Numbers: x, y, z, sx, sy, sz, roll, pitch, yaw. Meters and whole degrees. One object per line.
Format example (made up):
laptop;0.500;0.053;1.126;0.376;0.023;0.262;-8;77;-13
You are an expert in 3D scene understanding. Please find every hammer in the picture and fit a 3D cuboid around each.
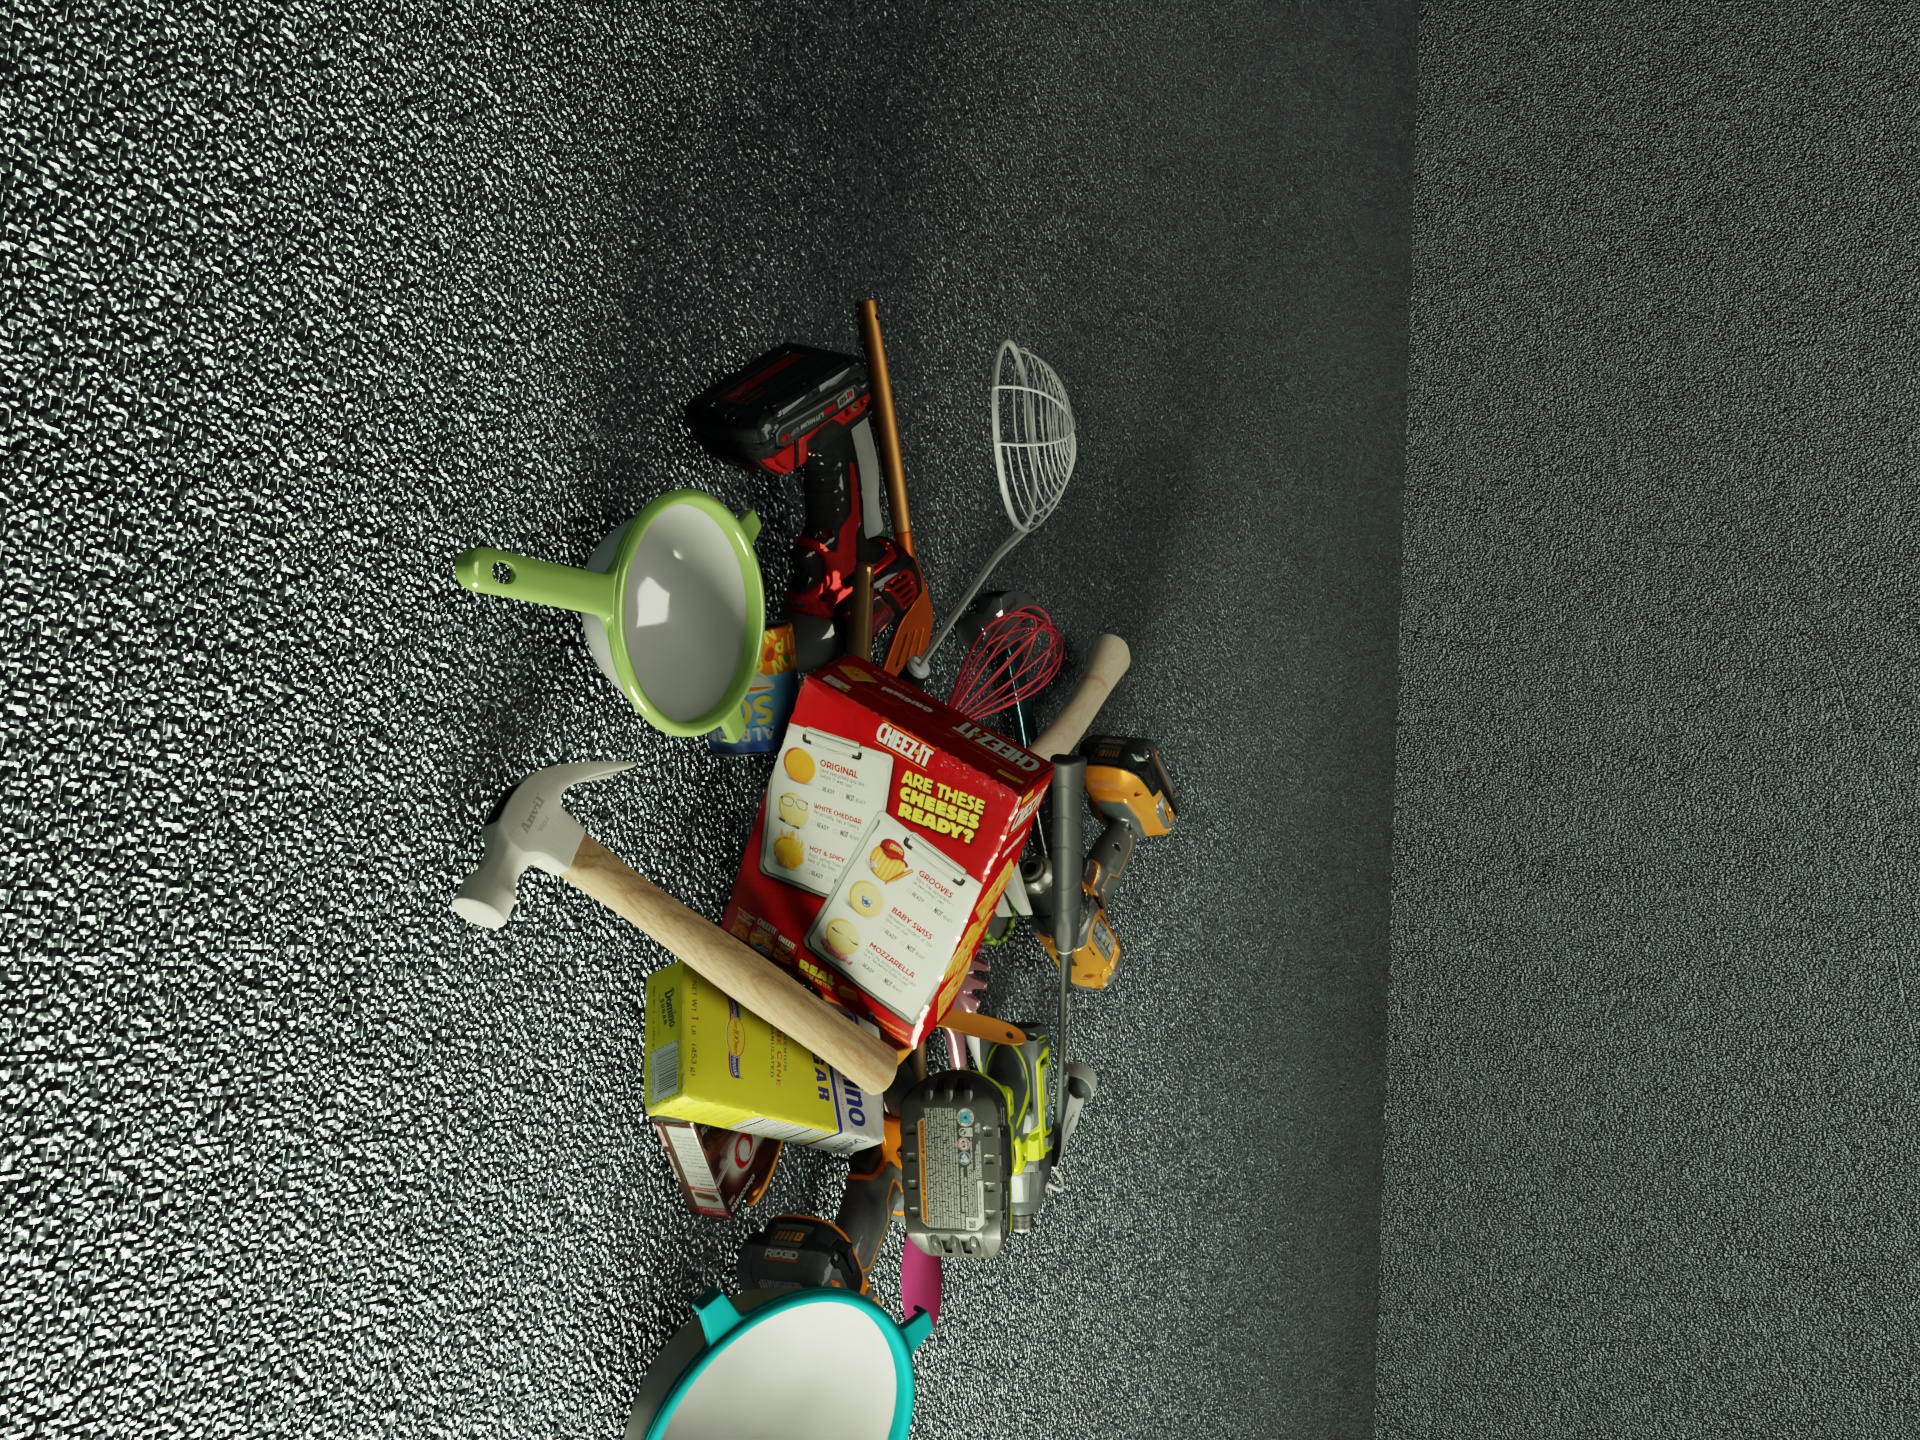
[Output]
hammer;0.094;0.024;1.477;0.411;0.038;0.146;-48;127;-58
hammer;0.065;0.030;1.519;0.128;0.033;0.330;-47;131;-52
hammer;-0.155;0.140;0.984;0.331;0.031;0.130;42;48;-32
hammer;0.090;0.211;1.398;0.149;0.036;0.408;-54;148;-58

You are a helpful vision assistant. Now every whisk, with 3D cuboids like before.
whisk;-0.002;-0.004;1.329;0.296;0.073;0.073;-45;131;-37

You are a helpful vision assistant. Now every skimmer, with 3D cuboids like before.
skimmer;-0.025;-0.098;1.141;0.363;0.090;0.127;-55;-173;30

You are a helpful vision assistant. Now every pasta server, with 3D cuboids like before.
pasta server;0.004;0.329;1.397;0.060;0.040;0.316;-13;109;-20

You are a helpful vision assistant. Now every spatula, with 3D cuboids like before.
spatula;-0.059;-0.175;1.290;0.081;0.041;0.322;-22;105;-61

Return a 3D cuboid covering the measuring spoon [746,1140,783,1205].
measuring spoon;-0.130;0.307;1.114;0.011;0.021;0.117;49;16;-9

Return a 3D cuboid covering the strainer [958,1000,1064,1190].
strainer;0.033;0.335;1.452;0.087;0.050;0.258;-58;134;-51

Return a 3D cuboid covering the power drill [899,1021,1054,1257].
power drill;0.025;0.340;1.265;0.223;0.080;0.171;9;78;-73

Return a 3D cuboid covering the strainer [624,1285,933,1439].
strainer;-0.161;0.512;1.027;0.210;0.095;0.340;23;86;-40

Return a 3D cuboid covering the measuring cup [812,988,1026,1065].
measuring cup;-0.036;0.236;1.210;0.173;0.052;0.095;18;42;-23

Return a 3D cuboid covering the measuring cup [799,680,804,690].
measuring cup;-0.116;0.050;1.159;0.083;0.038;0.167;-117;-145;-65

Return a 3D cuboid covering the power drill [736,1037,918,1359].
power drill;-0.080;0.356;1.191;0.226;0.084;0.164;-54;136;-55

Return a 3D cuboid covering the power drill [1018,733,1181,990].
power drill;0.126;0.121;1.524;0.185;0.084;0.226;55;49;-45

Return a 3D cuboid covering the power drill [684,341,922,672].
power drill;-0.108;-0.140;1.121;0.143;0.079;0.219;-41;134;-32

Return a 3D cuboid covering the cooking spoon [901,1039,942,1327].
cooking spoon;-0.034;0.370;1.344;0.068;0.017;0.319;-14;104;-63

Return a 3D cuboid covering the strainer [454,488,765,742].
strainer;-0.214;-0.070;0.936;0.256;0.069;0.151;9;84;-61

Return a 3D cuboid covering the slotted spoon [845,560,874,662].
slotted spoon;-0.080;0.034;1.171;0.070;0.031;0.313;-37;136;-59
